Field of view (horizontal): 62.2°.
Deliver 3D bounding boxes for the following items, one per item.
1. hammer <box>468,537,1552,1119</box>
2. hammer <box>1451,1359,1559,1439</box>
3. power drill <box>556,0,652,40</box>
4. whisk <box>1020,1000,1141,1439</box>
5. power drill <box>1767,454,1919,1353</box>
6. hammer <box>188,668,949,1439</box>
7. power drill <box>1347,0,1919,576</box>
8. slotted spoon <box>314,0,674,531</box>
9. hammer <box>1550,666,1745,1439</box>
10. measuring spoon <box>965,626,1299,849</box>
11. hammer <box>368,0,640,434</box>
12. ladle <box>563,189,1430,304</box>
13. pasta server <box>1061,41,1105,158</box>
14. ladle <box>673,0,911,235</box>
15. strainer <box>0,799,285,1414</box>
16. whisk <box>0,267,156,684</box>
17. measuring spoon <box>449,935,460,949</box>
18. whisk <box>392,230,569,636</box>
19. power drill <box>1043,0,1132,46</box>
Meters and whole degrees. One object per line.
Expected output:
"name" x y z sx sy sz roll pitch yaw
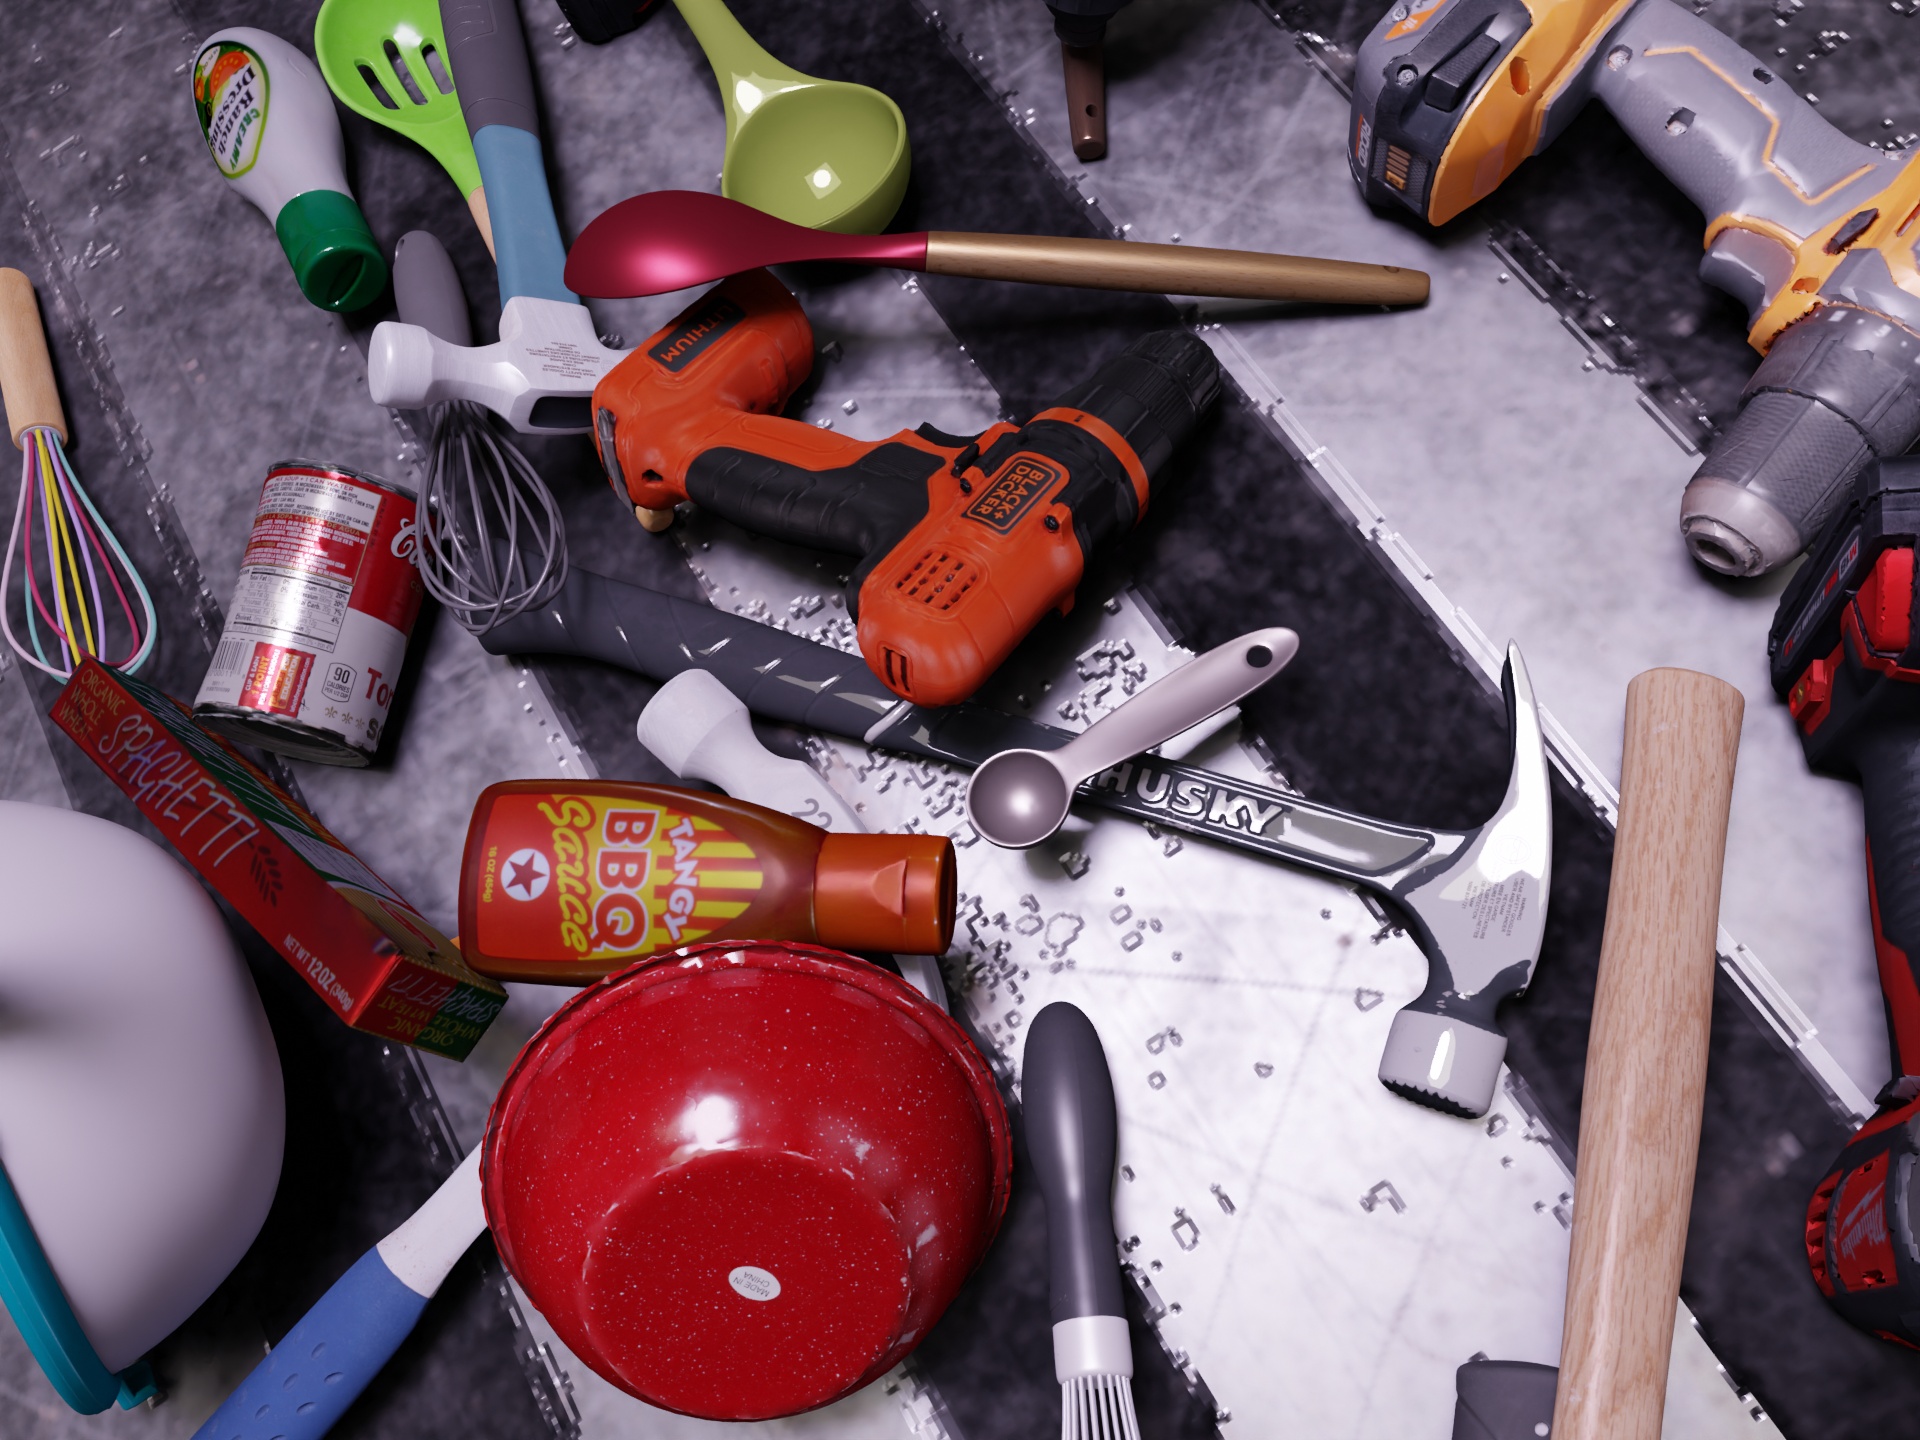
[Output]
"hammer" -0.001 -0.002 0.559 0.409 0.036 0.149 17 76 18
"hammer" 0.094 0.327 0.427 0.146 0.035 0.335 28 80 21
"power drill" -0.085 -0.388 0.687 0.219 0.078 0.143 -18 69 4
"whisk" 0.040 0.211 0.447 0.070 0.070 0.285 -11 56 10
"power drill" 0.266 0.045 0.401 0.080 0.187 0.227 5 69 14
"hammer" -0.172 0.178 0.525 0.144 0.035 0.405 42 89 13
"power drill" 0.239 -0.170 0.536 0.226 0.084 0.185 38 85 17
"slotted spoon" -0.194 -0.203 0.674 0.070 0.031 0.314 -25 69 -17
"hammer" 0.190 0.135 0.444 0.130 0.031 0.331 17 67 1
"measuring spoon" 0.058 0.005 0.519 0.124 0.018 0.034 -30 62 -6
"hammer" -0.191 -0.248 0.659 0.128 0.033 0.331 2 55 -32
"ladle" 0.014 -0.166 0.577 0.315 0.031 0.069 3 41 -2
"pasta server" 0.046 -0.379 0.671 0.060 0.040 0.316 1 72 -10
"ladle" -0.127 -0.319 0.617 0.078 0.062 0.320 -35 95 -1
"strainer" -0.260 0.077 0.472 0.095 0.340 0.211 -23 72 -31
"whisk" -0.390 -0.107 0.682 0.051 0.047 0.245 -29 65 4
"measuring spoon" -0.162 0.081 0.584 0.117 0.011 0.021 -25 70 8
"whisk" -0.196 -0.123 0.620 0.055 0.055 0.239 -27 54 3
"power drill" 0.121 -0.344 0.572 0.223 0.171 0.080 -25 67 -12
